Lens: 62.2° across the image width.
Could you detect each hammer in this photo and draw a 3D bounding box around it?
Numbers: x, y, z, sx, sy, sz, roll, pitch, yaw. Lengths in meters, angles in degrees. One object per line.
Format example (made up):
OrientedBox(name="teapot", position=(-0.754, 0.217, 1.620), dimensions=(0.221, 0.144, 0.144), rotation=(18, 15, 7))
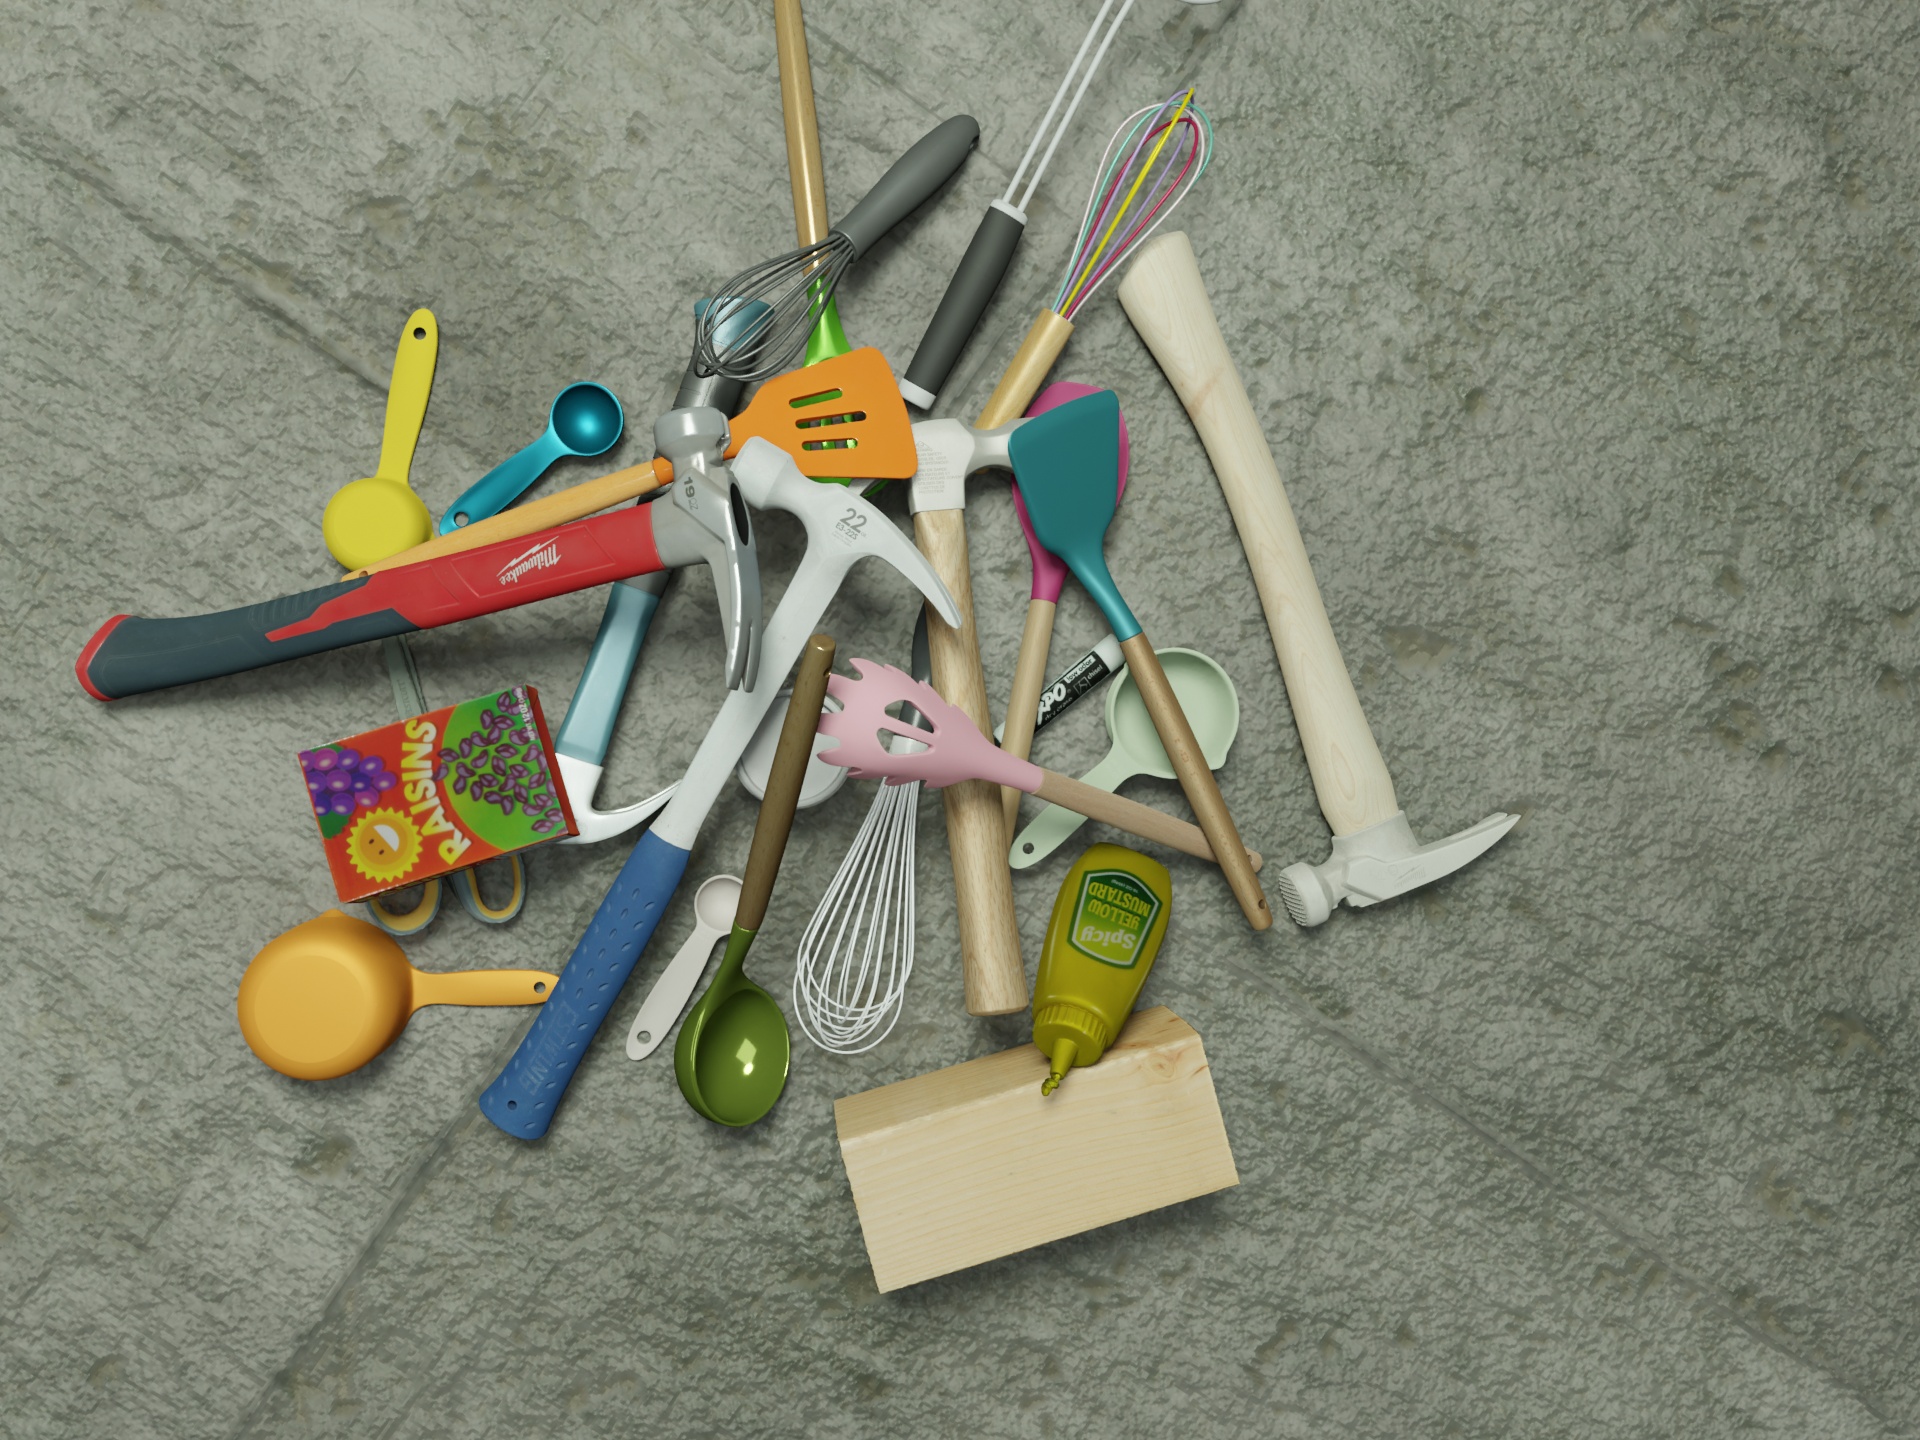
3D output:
OrientedBox(name="hammer", position=(-0.147, 0.058, 0.864), dimensions=(0.144, 0.035, 0.405), rotation=(30, 101, -1))
OrientedBox(name="hammer", position=(-0.289, -0.048, 0.831), dimensions=(0.386, 0.038, 0.143), rotation=(-12, 83, 13))
OrientedBox(name="hammer", position=(-0.180, -0.087, 0.902), dimensions=(0.128, 0.033, 0.331), rotation=(20, 87, -12))
OrientedBox(name="hammer", position=(0.198, -0.093, 0.943), dimensions=(0.146, 0.038, 0.410), rotation=(-21, 92, -6))
OrientedBox(name="hammer", position=(-0.001, -0.003, 0.883), dimensions=(0.130, 0.031, 0.331), rotation=(-6, 86, -9))

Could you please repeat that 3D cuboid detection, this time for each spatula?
OrientedBox(name="spatula", position=(-0.185, -0.124, 0.871), dimensions=(0.322, 0.041, 0.081), rotation=(-19, 78, 5))
OrientedBox(name="spatula", position=(0.112, -0.025, 0.892), dimensions=(0.082, 0.044, 0.317), rotation=(-28, 96, -31))

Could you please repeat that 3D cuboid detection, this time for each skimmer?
OrientedBox(name="skimmer", position=(0.052, -0.350, 0.928), dimensions=(0.127, 0.090, 0.363), rotation=(26, 99, -17))

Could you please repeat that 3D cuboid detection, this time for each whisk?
OrientedBox(name="whisk", position=(-0.039, 0.050, 0.914), dimensions=(0.070, 0.070, 0.285), rotation=(15, 84, -6))
OrientedBox(name="whisk", position=(-0.065, -0.267, 0.884), dimensions=(0.055, 0.055, 0.239), rotation=(43, 68, -5))
OrientedBox(name="whisk", position=(0.069, -0.250, 0.913), dimensions=(0.051, 0.047, 0.245), rotation=(25, 102, -34))

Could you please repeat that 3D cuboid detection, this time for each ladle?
OrientedBox(name="ladle", position=(-0.096, 0.092, 0.825), dimensions=(0.062, 0.078, 0.320), rotation=(32, 128, 18))

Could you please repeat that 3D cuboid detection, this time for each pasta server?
OrientedBox(name="pasta server", position=(0.055, 0.038, 0.867), dimensions=(0.316, 0.040, 0.060), rotation=(21, 86, -36))

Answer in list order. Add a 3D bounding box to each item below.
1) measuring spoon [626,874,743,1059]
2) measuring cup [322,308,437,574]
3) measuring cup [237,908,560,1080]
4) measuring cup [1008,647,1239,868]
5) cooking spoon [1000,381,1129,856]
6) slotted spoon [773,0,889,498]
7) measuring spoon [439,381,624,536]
OrientedBox(name="measuring spoon", position=(-0.159, 0.143, 0.924), dimensions=(0.034, 0.018, 0.124), rotation=(31, 95, -5))
OrientedBox(name="measuring cup", position=(-0.319, -0.156, 0.892), dimensions=(0.062, 0.029, 0.156), rotation=(12, 92, -6))
OrientedBox(name="measuring cup", position=(-0.312, 0.155, 0.886), dimensions=(0.173, 0.052, 0.095), rotation=(-1, 91, -4))
OrientedBox(name="measuring cup", position=(0.089, 0.026, 0.934), dimensions=(0.167, 0.038, 0.083), rotation=(-43, 94, -2))
OrientedBox(name="cooking spoon", position=(0.043, -0.044, 0.922), dimensions=(0.068, 0.017, 0.319), rotation=(11, 82, -2))
OrientedBox(name="slotted spoon", position=(-0.083, -0.280, 0.917), dimensions=(0.070, 0.031, 0.314), rotation=(-7, 90, -8))
OrientedBox(name="measuring spoon", position=(-0.245, -0.145, 0.911), dimensions=(0.128, 0.021, 0.042), rotation=(-37, 92, 5))
